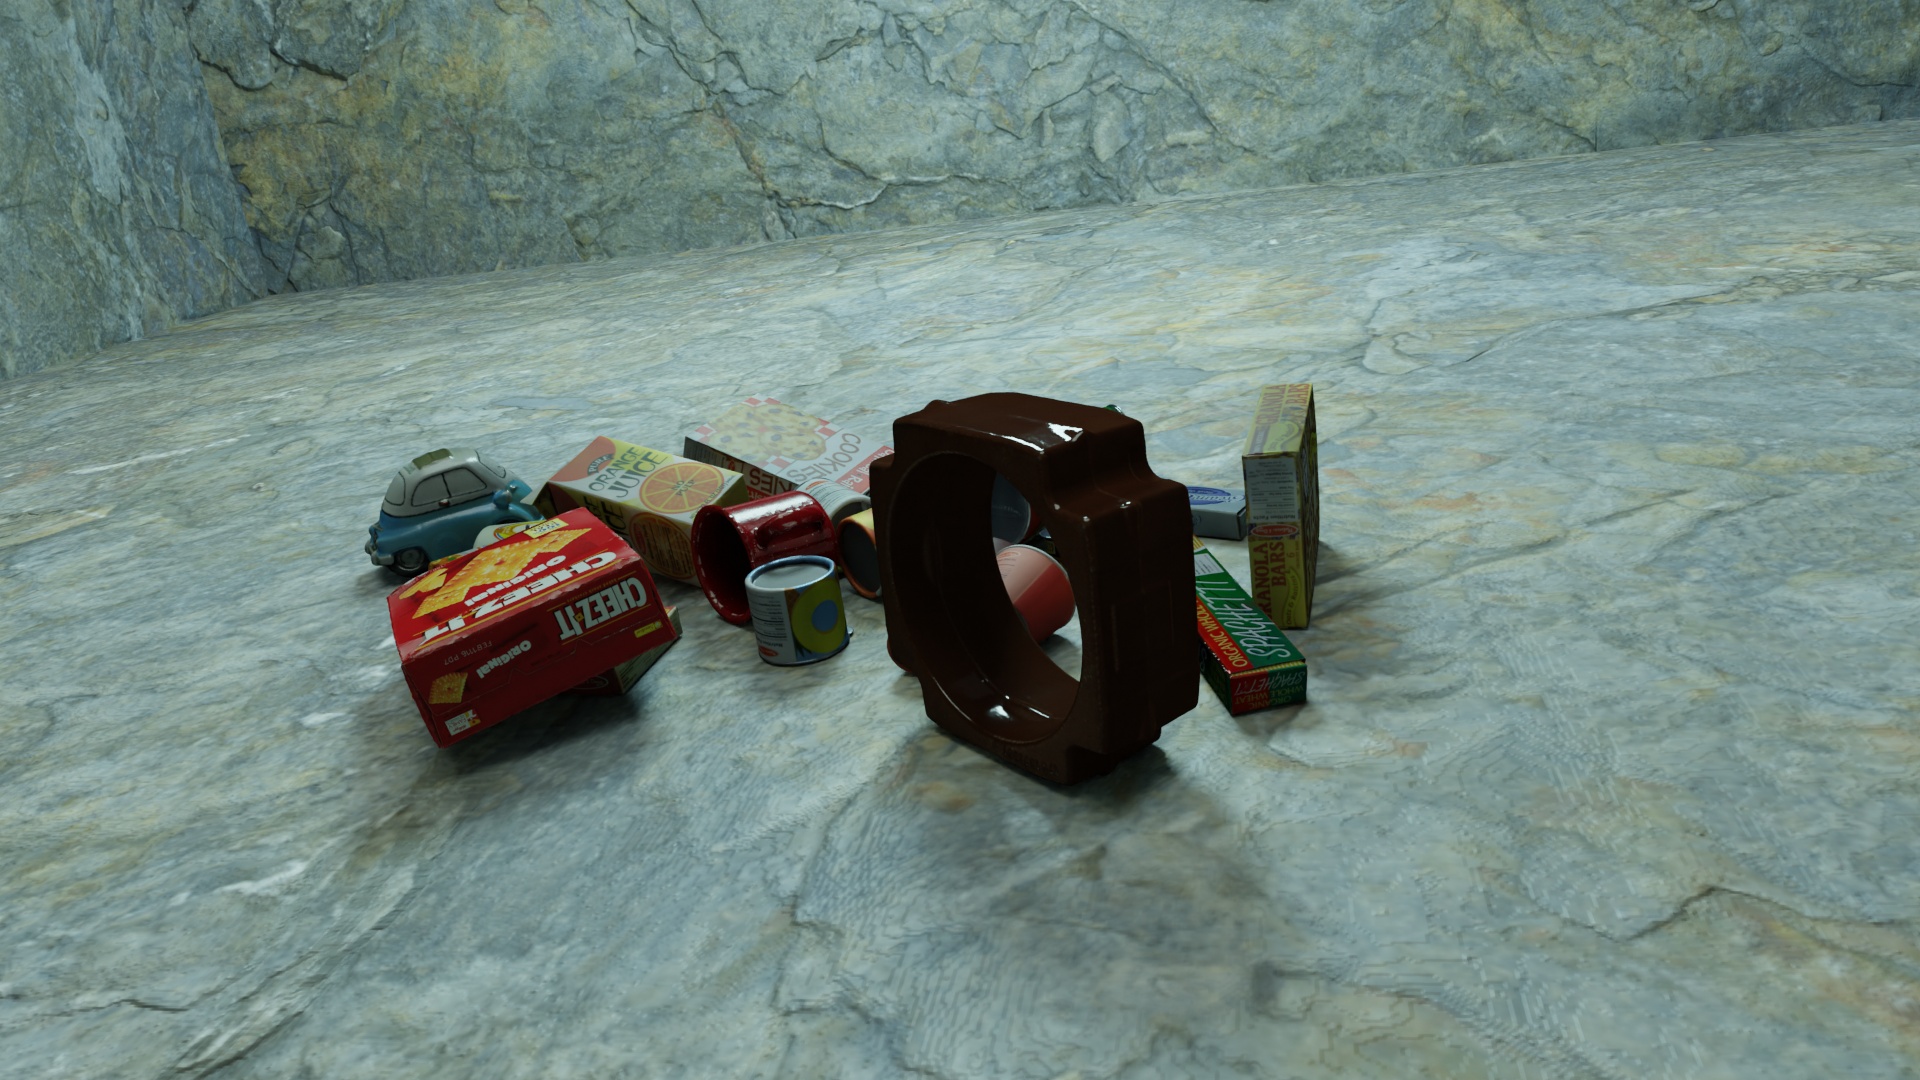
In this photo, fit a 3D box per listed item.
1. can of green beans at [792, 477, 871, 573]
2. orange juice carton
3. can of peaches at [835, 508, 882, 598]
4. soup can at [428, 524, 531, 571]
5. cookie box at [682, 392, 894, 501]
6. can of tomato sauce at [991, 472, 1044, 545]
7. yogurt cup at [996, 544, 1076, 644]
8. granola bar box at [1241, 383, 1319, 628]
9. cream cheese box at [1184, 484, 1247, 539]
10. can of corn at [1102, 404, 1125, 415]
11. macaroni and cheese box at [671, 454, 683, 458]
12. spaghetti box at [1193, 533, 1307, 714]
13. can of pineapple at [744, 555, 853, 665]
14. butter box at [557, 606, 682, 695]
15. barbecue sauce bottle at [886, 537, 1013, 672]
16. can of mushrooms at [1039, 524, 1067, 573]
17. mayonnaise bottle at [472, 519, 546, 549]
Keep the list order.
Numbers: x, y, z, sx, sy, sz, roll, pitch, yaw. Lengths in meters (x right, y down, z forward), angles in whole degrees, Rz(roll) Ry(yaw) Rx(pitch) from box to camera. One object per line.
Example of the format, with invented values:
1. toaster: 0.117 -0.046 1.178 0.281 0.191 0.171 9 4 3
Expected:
1. can of green beans: -0.103 -0.012 1.125 0.071 0.071 0.058 -23 31 -35
2. orange juice carton: -0.272 -0.029 1.159 0.193 0.072 0.072 15 44 23
3. can of peaches: -0.057 0.004 1.070 0.058 0.071 0.071 -23 25 -33
4. soup can: -0.372 0.033 1.107 0.084 0.071 0.071 -20 23 -29
5. cookie box: -0.147 -0.069 1.255 0.167 0.040 0.123 23 32 15
6. can of tomato sauce: 0.051 -0.030 1.110 0.071 0.071 0.083 7 15 36
7. yogurt cup: 0.037 0.044 0.936 0.072 0.072 0.054 7 33 35
8. granola bar box: 0.227 -0.029 0.969 0.039 0.123 0.166 -1 21 18
9. cream cheese box: 0.187 -0.025 1.116 0.104 0.024 0.053 7 25 34
10. can of corn: 0.115 -0.083 1.240 0.058 0.071 0.071 -15 21 -18
11. macaroni and cheese box: -0.254 -0.039 1.295 0.166 0.040 0.124 7 25 35
12. spaghetti box: 0.165 0.046 0.929 0.050 0.028 0.251 -10 20 -5
13. can of pineapple: -0.115 0.048 0.988 0.071 0.057 0.071 -7 20 3
14. butter box: -0.247 0.079 1.004 0.053 0.024 0.104 -2 22 16
15. barbecue sauce bottle: -0.008 0.043 0.982 0.065 0.043 0.149 0 22 22
16. can of mushrooms: 0.096 0.002 1.067 0.071 0.033 0.071 -7 21 3
17. mayonnaise bottle: -0.347 0.002 1.220 0.148 0.041 0.065 -8 24 0
